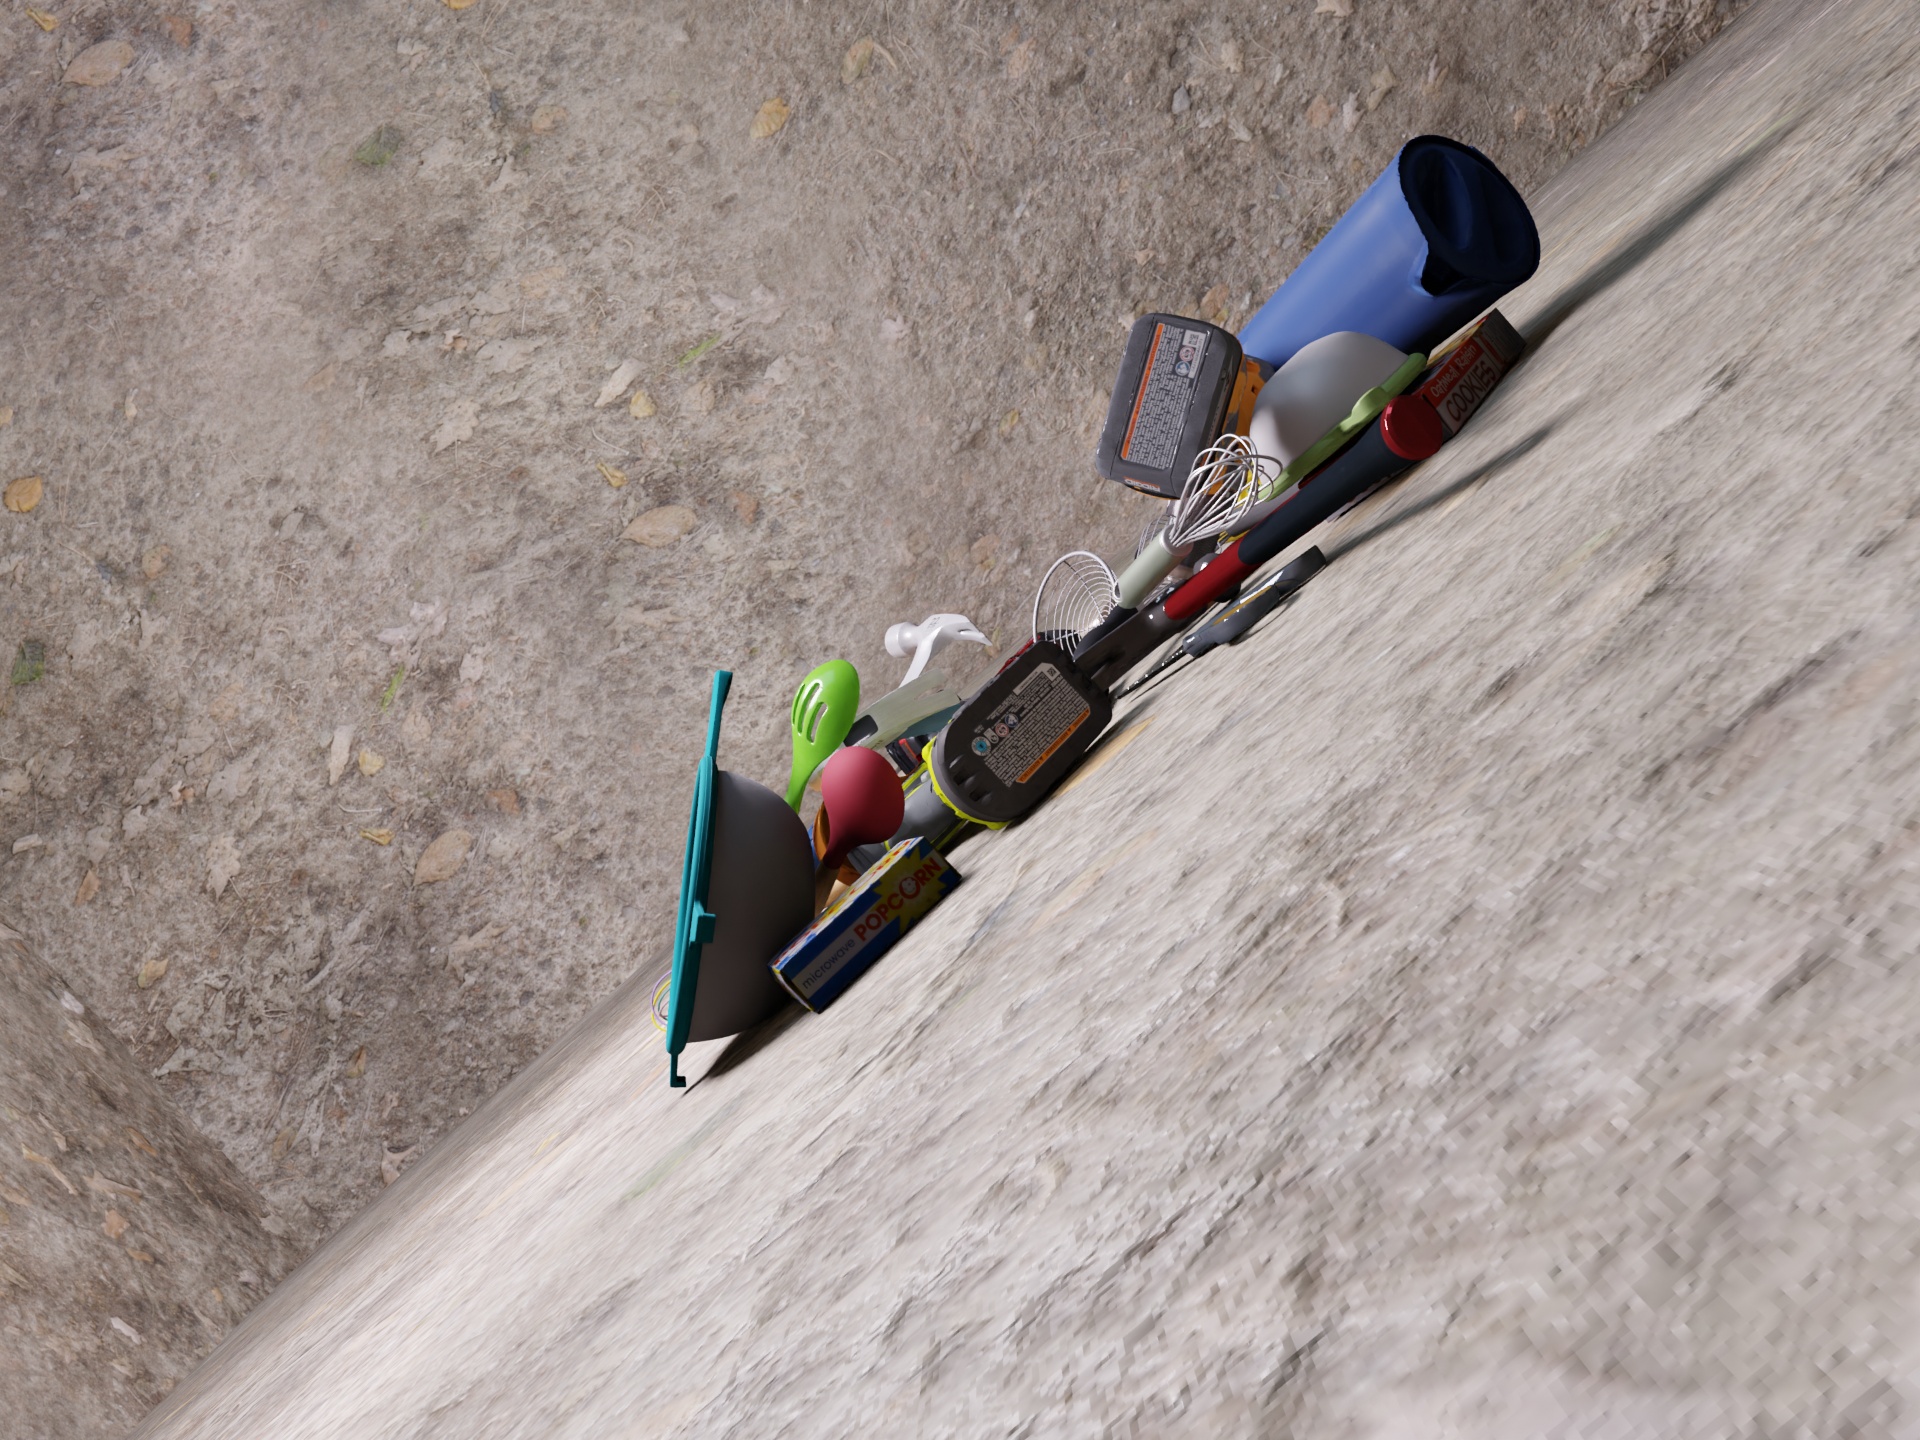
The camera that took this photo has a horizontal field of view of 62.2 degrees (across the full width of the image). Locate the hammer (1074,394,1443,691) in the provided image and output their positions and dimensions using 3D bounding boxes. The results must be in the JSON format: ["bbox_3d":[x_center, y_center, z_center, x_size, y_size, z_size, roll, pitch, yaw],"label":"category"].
[{"bbox_3d":[0.185,-0.107,1.015,0.143,0.038,0.386,-37,-2,-17],"label":"hammer"}]

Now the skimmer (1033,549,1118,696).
[{"bbox_3d":[0.088,-0.058,1.340,0.363,0.090,0.127,-60,-13,-72],"label":"skimmer"}]

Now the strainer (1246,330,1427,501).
[{"bbox_3d":[0.250,-0.225,1.093,0.151,0.069,0.256,-41,0,9],"label":"strainer"}]

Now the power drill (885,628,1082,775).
[{"bbox_3d":[0.033,-0.019,1.628,0.219,0.078,0.143,-35,7,42],"label":"power drill"}]

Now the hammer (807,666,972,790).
[{"bbox_3d":[-0.002,-0.004,1.363,0.128,0.033,0.331,-38,-13,27],"label":"hammer"}]

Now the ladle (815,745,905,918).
[{"bbox_3d":[-0.101,0.115,1.193,0.031,0.069,0.315,-39,-13,-33],"label":"ladle"}]

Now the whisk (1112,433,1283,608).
[{"bbox_3d":[0.152,-0.127,1.086,0.059,0.058,0.246,-3,-15,-15],"label":"whisk"}]

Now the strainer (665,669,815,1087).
[{"bbox_3d":[-0.153,0.089,1.177,0.341,0.095,0.210,-92,14,-45],"label":"strainer"}]

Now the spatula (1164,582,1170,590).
[{"bbox_3d":[0.195,-0.112,1.460,0.060,0.018,0.316,-35,4,21],"label":"spatula"}]

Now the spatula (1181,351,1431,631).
[{"bbox_3d":[0.273,-0.184,1.278,0.317,0.044,0.082,-43,6,-13],"label":"spatula"}]

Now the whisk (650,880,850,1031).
[{"bbox_3d":[-0.190,0.213,1.475,0.245,0.051,0.047,-36,25,10],"label":"whisk"}]

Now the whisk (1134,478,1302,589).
[{"bbox_3d":[0.241,-0.173,1.403,0.239,0.055,0.055,-26,13,43],"label":"whisk"}]

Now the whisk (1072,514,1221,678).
[{"bbox_3d":[0.147,-0.104,1.290,0.070,0.070,0.285,-39,6,38],"label":"whisk"}]

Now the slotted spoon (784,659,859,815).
[{"bbox_3d":[-0.140,0.096,1.245,0.031,0.070,0.313,0,-63,-40],"label":"slotted spoon"}]

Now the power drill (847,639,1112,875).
[{"bbox_3d":[0.014,0.031,1.148,0.171,0.080,0.223,-44,1,-27],"label":"power drill"}]

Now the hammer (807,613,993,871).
[{"bbox_3d":[-0.099,0.063,1.412,0.144,0.035,0.406,-9,45,52],"label":"hammer"}]

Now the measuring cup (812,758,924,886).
[{"bbox_3d":[-0.047,0.063,1.273,0.174,0.095,0.052,-45,-5,-28],"label":"measuring cup"}]

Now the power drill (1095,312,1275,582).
[{"bbox_3d":[0.169,-0.196,1.180,0.226,0.084,0.185,-4,-70,-70],"label":"power drill"}]

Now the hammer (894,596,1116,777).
[{"bbox_3d":[0.038,-0.012,1.815,0.410,0.038,0.146,-39,2,28],"label":"hammer"}]
